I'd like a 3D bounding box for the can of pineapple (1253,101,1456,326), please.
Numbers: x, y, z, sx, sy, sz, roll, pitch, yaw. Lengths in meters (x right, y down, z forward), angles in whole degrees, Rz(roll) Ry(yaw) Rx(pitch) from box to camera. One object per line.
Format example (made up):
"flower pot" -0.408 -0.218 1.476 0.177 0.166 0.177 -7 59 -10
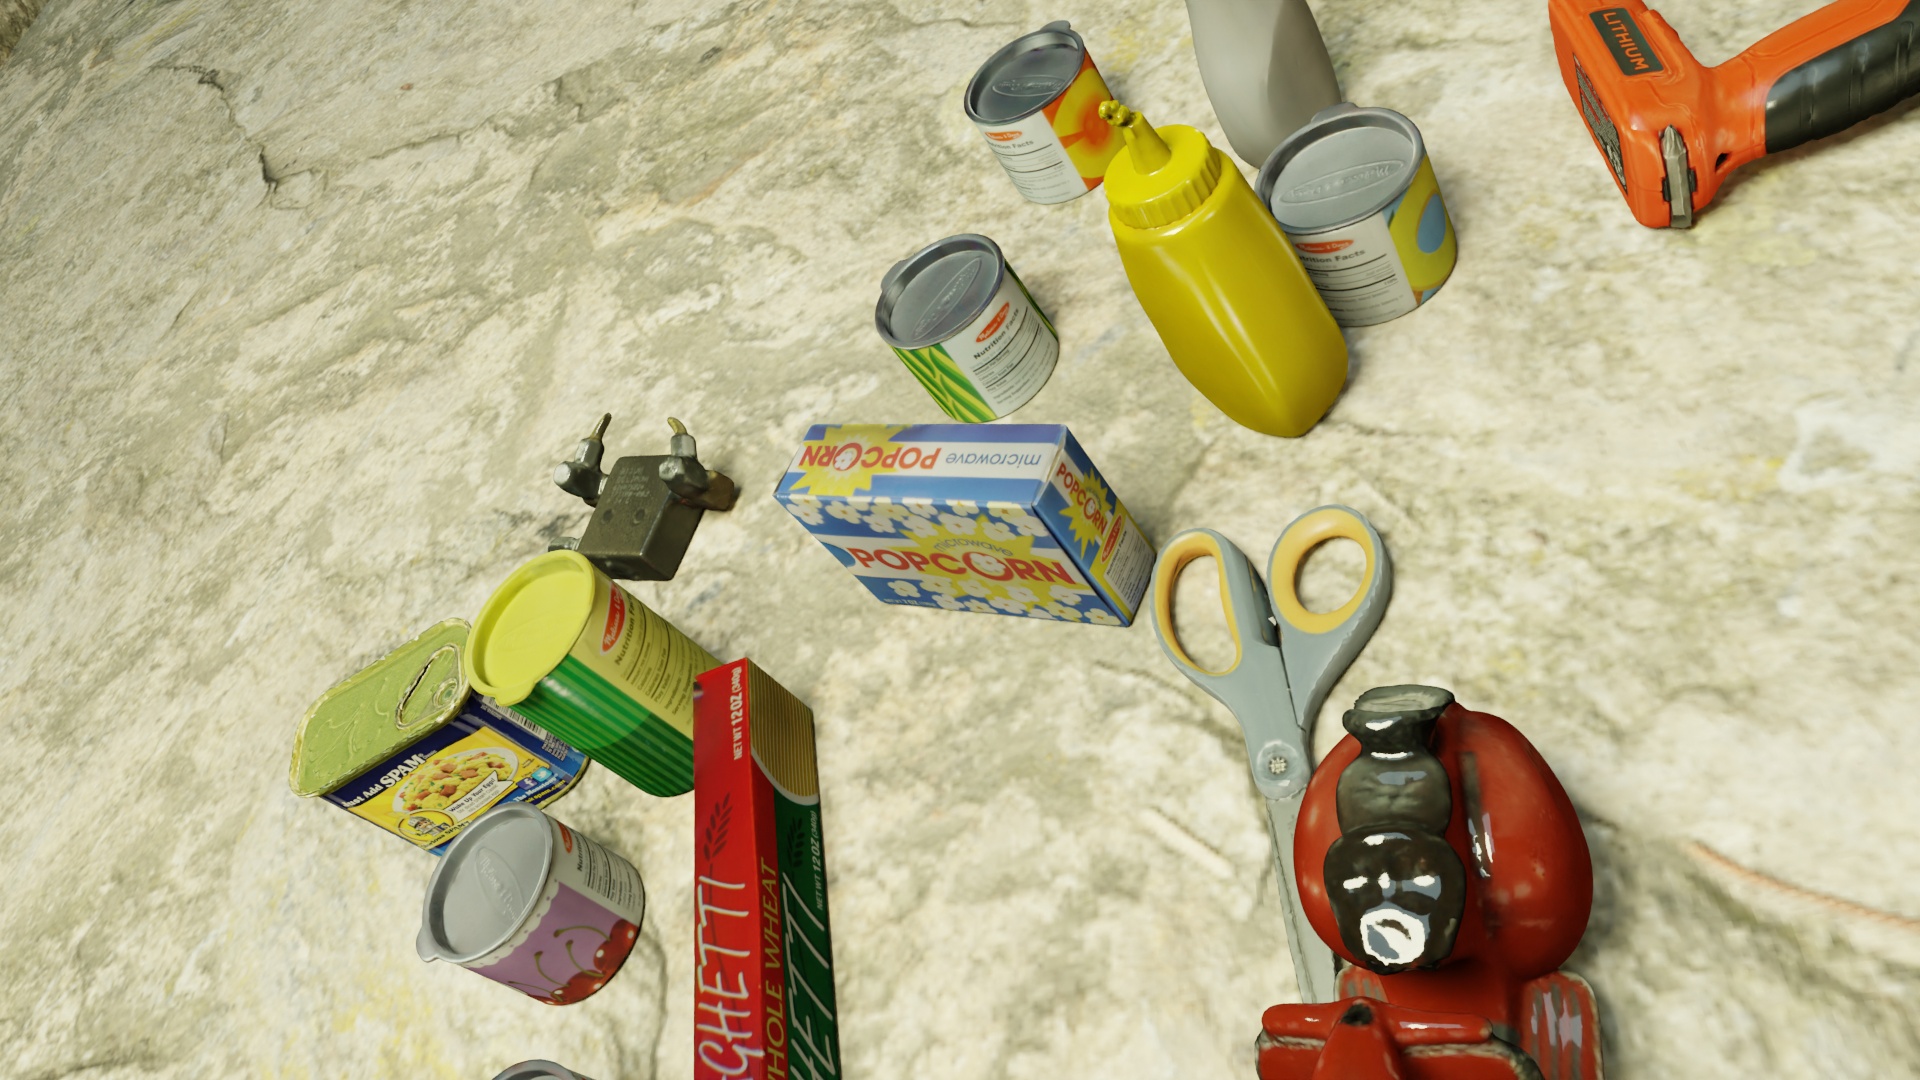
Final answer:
"can of pineapple" 0.158 -0.129 0.553 0.071 0.057 0.071 -18 49 22

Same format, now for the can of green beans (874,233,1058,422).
"can of green beans" 0.004 -0.096 0.634 0.071 0.057 0.071 -18 49 22

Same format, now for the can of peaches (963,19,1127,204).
"can of peaches" 0.045 -0.214 0.696 0.071 0.058 0.071 -18 49 22

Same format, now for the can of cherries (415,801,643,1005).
"can of cherries" -0.175 0.150 0.565 0.071 0.058 0.072 -18 49 22

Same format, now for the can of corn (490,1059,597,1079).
"can of corn" -0.139 0.224 0.483 0.071 0.058 0.071 -18 49 22

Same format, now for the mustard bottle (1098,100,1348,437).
"mustard bottle" 0.091 -0.102 0.505 0.049 0.159 0.065 -50 44 -8

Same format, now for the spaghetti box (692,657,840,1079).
"spaghetti box" -0.070 0.155 0.495 0.028 0.050 0.251 -25 46 17

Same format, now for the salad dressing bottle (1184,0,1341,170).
"salad dressing bottle" 0.119 -0.223 0.588 0.044 0.147 0.064 10 64 39

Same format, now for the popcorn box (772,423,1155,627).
"popcorn box" 0.002 -0.007 0.546 0.126 0.085 0.038 3 60 36

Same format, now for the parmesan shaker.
"parmesan shaker" -0.147 0.061 0.583 0.071 0.102 0.072 -19 49 22
